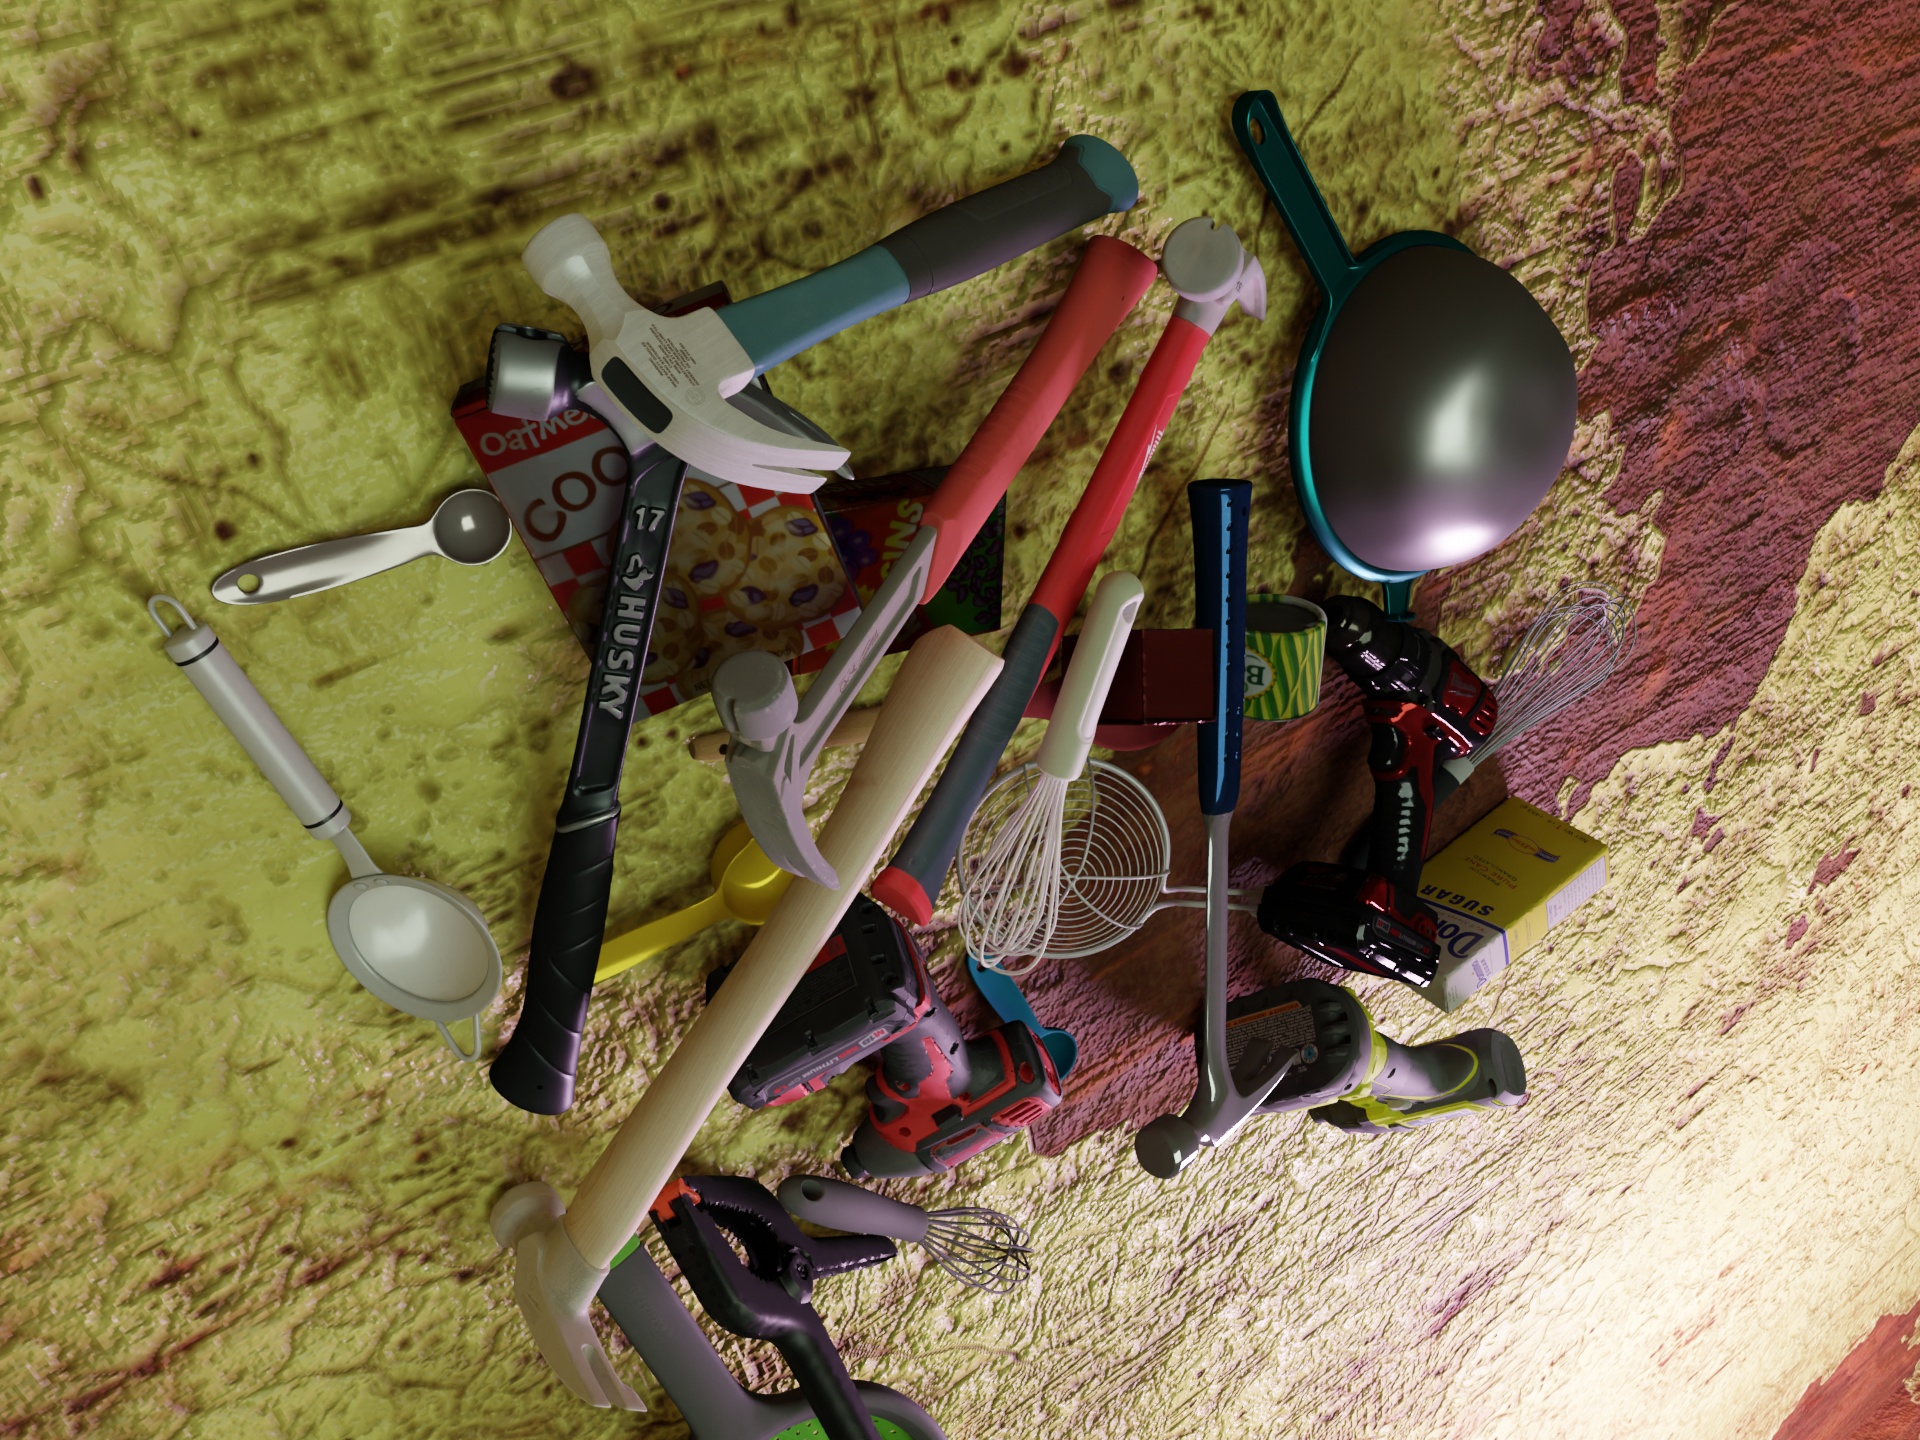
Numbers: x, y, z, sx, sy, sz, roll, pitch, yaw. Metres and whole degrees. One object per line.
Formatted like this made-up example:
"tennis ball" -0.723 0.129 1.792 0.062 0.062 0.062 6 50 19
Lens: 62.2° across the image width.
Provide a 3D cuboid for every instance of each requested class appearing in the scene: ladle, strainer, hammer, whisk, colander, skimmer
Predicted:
"ladle" -0.001 -0.003 0.882 0.315 0.031 0.069 -8 105 -31
"strainer" -0.273 0.048 0.702 0.087 0.050 0.258 -11 125 20
"hammer" 0.002 -0.095 0.744 0.359 0.037 0.149 -58 157 -28
"hammer" 0.055 -0.067 0.842 0.386 0.038 0.143 -64 166 10
"whisk" 0.050 0.033 0.846 0.058 0.059 0.246 -16 131 -50
"colander" -0.143 0.433 0.978 0.204 0.094 0.396 -35 111 -21
"hammer" -0.097 0.138 0.788 0.038 0.146 0.410 28 97 -42
"skimmer" 0.145 0.100 1.040 0.363 0.090 0.127 12 107 -50
"hammer" 0.155 0.061 0.942 0.144 0.035 0.405 -19 112 -47
"whisk" -0.031 0.323 1.008 0.238 0.055 0.055 32 92 -42
"hammer" -0.024 -0.197 0.685 0.331 0.033 0.128 -38 94 -41
"strainer" 0.262 -0.217 0.898 0.211 0.095 0.340 -54 129 -13
"hammer" -0.162 0.026 0.726 0.149 0.036 0.408 6 121 -20
"whisk" 0.379 0.010 1.150 0.284 0.070 0.070 -46 131 -1

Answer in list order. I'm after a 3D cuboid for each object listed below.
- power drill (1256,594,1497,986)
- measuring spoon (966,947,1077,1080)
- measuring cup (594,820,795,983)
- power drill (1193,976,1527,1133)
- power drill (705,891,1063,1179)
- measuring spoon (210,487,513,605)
"power drill" 0.269 0.042 1.039 0.187 0.080 0.227 29 74 -42
"measuring spoon" 0.033 0.185 1.016 0.042 0.021 0.128 -40 121 -12
"measuring cup" -0.148 0.098 0.833 0.156 0.029 0.062 -25 128 -12
"power drill" 0.278 0.256 1.150 0.223 0.080 0.171 22 144 -39
"power drill" -0.044 0.198 0.910 0.143 0.079 0.219 -31 138 9
"measuring spoon" -0.253 -0.072 0.674 0.124 0.018 0.034 -18 120 -20
